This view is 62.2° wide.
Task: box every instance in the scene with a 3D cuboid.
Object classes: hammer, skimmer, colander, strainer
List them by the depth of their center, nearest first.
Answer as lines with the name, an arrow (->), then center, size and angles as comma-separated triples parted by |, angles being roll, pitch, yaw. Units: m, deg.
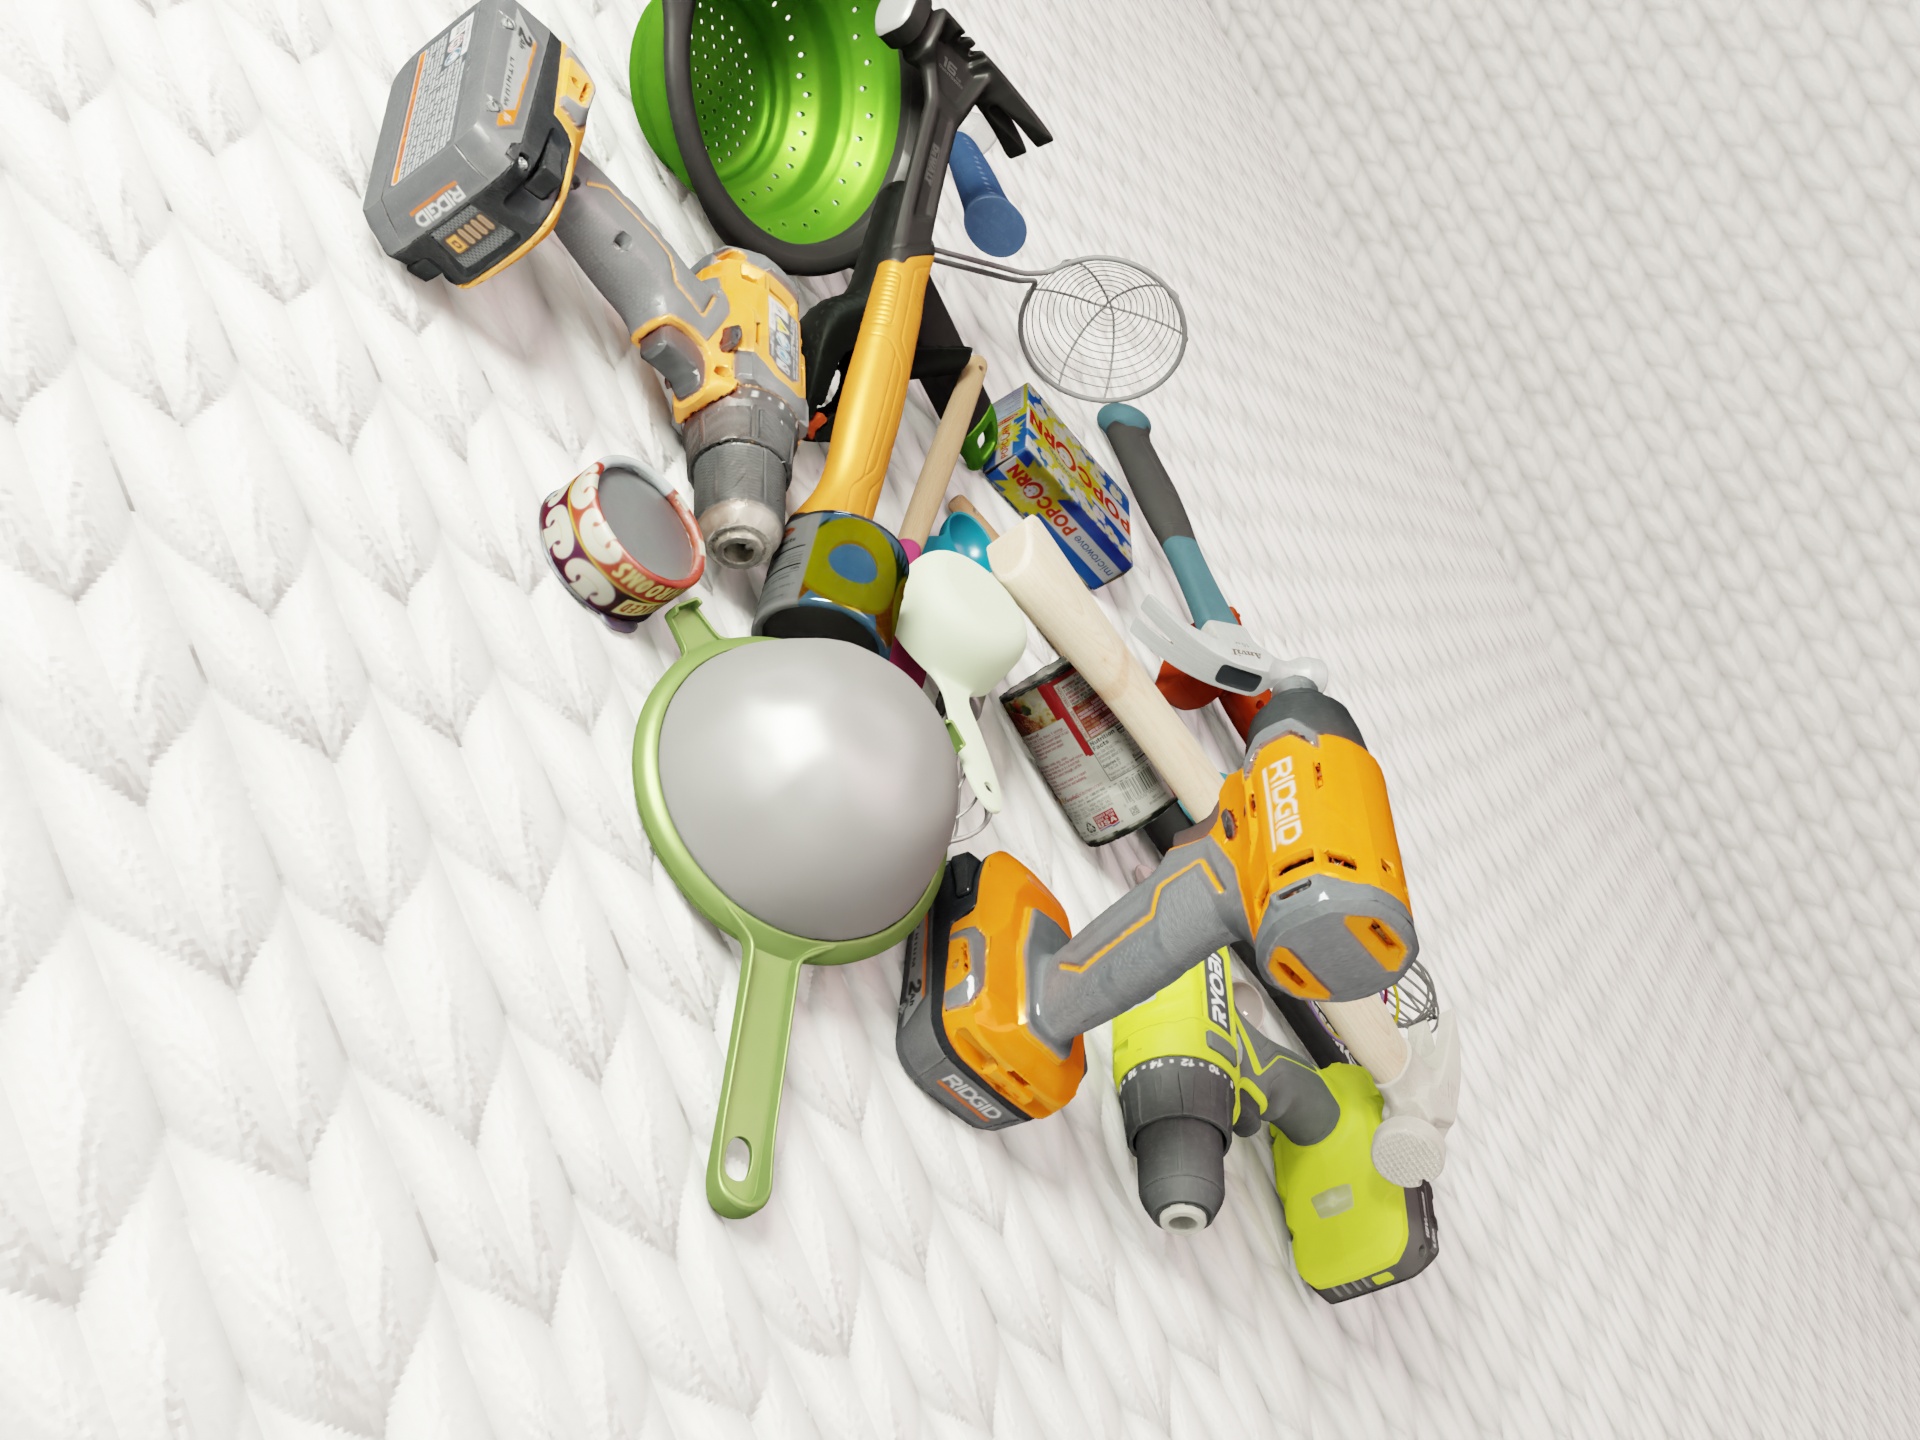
strainer -> -0.057, 0.061, 0.619 | 0.151, 0.069, 0.257 | 26, 48, -25
hammer -> -0.029, -0.222, 0.846 | 0.127, 0.034, 0.337 | 32, 62, -42
hammer -> 0.152, 0.057, 0.885 | 0.410, 0.038, 0.146 | 54, 29, -6
colander -> -0.083, -0.301, 0.931 | 0.204, 0.094, 0.396 | -57, 140, -24
hammer -> 0.196, 0.159, 1.022 | 0.334, 0.035, 0.146 | 53, 27, -14
skimmer -> 0.023, -0.290, 1.101 | 0.363, 0.127, 0.090 | -4, 68, -50
hammer -> -0.006, -0.417, 1.140 | 0.144, 0.035, 0.406 | 43, 19, -29
hammer -> 0.161, -0.137, 1.181 | 0.128, 0.033, 0.331 | 8, 40, -21

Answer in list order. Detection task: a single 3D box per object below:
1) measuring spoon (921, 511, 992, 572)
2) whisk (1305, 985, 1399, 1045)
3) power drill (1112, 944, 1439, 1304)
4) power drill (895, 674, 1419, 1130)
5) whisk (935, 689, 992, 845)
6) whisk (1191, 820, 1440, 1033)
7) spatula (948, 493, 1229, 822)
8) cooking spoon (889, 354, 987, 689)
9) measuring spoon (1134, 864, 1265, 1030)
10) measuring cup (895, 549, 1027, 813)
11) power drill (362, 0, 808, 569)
measuring spoon -> -0.024, -0.094, 0.916 | 0.128, 0.021, 0.042 | -19, 81, -53
whisk -> 0.196, 0.103, 0.992 | 0.245, 0.047, 0.051 | 53, 28, -7
power drill -> 0.164, 0.222, 0.865 | 0.228, 0.080, 0.191 | 41, 33, -28
power drill -> 0.084, 0.074, 0.700 | 0.084, 0.226, 0.164 | 45, 31, -29
whisk -> -0.001, -0.003, 0.830 | 0.246, 0.059, 0.057 | -74, 167, -59
whisk -> 0.244, 0.137, 1.089 | 0.239, 0.055, 0.055 | 41, 32, -13
spatula -> 0.102, -0.028, 1.029 | 0.317, 0.044, 0.082 | 49, 32, -19
cooking spoon -> -0.023, -0.111, 0.881 | 0.068, 0.017, 0.319 | 43, 41, -25
measuring spoon -> 0.141, 0.140, 0.971 | 0.034, 0.018, 0.124 | -36, 90, -36
measuring cup -> 0.009, -0.023, 0.777 | 0.083, 0.038, 0.168 | 28, 30, -33
power drill -> -0.152, -0.185, 0.716 | 0.226, 0.084, 0.186 | 39, 36, -44
